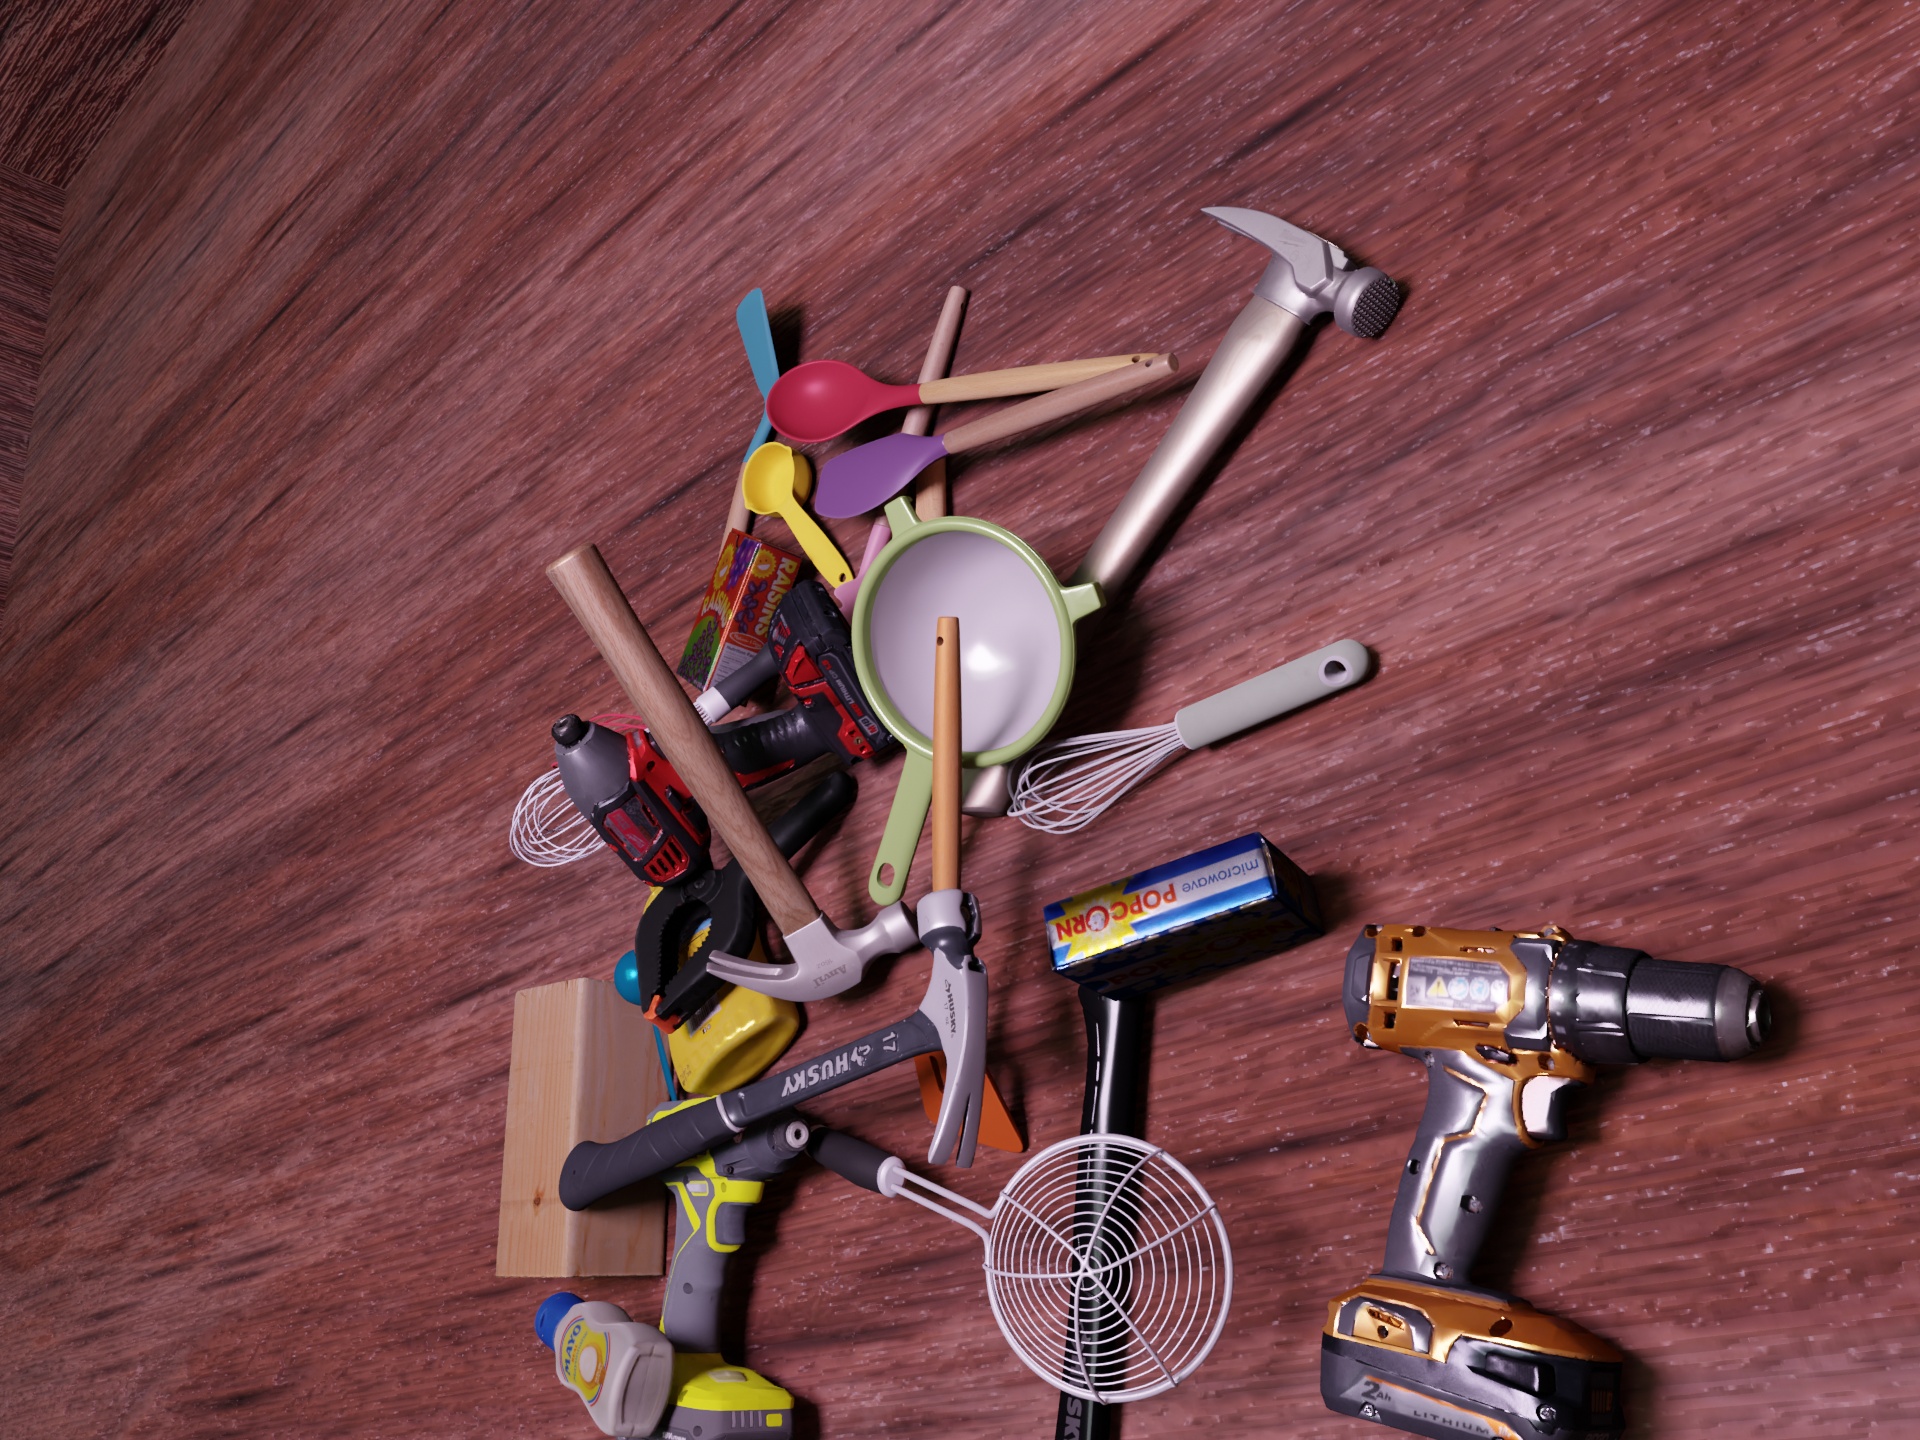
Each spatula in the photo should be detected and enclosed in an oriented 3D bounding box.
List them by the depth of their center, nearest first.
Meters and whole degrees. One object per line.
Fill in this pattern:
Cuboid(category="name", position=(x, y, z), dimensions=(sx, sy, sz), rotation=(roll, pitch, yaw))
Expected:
Cuboid(category="spatula", position=(-0.002, 0.099, 0.947), dimensions=(0.081, 0.041, 0.322), rotation=(5, 97, 44))
Cuboid(category="spatula", position=(0.011, -0.188, 1.051), dimensions=(0.316, 0.018, 0.060), rotation=(-12, 61, 41))
Cuboid(category="spatula", position=(-0.184, -0.183, 1.276), dimensions=(0.082, 0.044, 0.317), rotation=(-178, 101, -68))

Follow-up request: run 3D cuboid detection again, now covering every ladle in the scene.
Cuboid(category="ladle", position=(-0.004, -0.230, 1.097), dimensions=(0.315, 0.031, 0.069), rotation=(1, 71, 34))

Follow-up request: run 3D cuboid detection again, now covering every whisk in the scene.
Cuboid(category="whisk", position=(0.125, 0.008, 0.918), dimensions=(0.246, 0.059, 0.058), rotation=(-25, 97, 32))
Cuboid(category="whisk", position=(-0.016, -0.081, 1.089), dimensions=(0.047, 0.051, 0.245), rotation=(-9, 65, 17))
Cuboid(category="whisk", position=(-0.204, 0.009, 1.150), dimensions=(0.284, 0.070, 0.070), rotation=(-38, 45, -13))
Cuboid(category="whisk", position=(-0.211, 0.018, 1.229), dimensions=(0.296, 0.073, 0.073), rotation=(-10, 70, 37))

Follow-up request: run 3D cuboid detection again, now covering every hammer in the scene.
Cuboid(category="hammer", position=(0.079, 0.301, 0.873), dimensions=(0.146, 0.035, 0.335), rotation=(-6, 73, 44))
Cuboid(category="hammer", position=(-0.128, 0.242, 0.981), dimensions=(0.409, 0.036, 0.149), rotation=(-31, 52, 37))
Cuboid(category="hammer", position=(0.098, -0.118, 0.984), dimensions=(0.146, 0.038, 0.410), rotation=(46, 110, 41))
Cuboid(category="hammer", position=(-0.162, 0.037, 1.016), dimensions=(0.130, 0.331, 0.031), rotation=(-30, 11, 6))

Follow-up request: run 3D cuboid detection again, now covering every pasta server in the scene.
Cuboid(category="pasta server", position=(-0.054, -0.166, 1.149), dimensions=(0.040, 0.060, 0.316), rotation=(16, 85, 19))

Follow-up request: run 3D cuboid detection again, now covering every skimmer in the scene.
Cuboid(category="skimmer", position=(0.011, 0.279, 0.909), dimensions=(0.363, 0.090, 0.127), rotation=(-7, 67, 63))

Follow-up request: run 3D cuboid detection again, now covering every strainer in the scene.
Cuboid(category="strainer", position=(-0.002, -0.003, 0.984), dimensions=(0.151, 0.069, 0.256), rotation=(27, 113, 23))

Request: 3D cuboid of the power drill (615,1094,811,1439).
Cuboid(category="power drill", position=(-0.157, 0.360, 1.043), dimensions=(0.171, 0.080, 0.223), rotation=(-21, 61, 50))

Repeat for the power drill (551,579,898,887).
Cuboid(category="power drill", position=(-0.160, 0.008, 1.072), dimensions=(0.219, 0.143, 0.079), rotation=(-32, 35, 1))

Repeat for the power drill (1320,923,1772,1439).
Cuboid(category="power drill", position=(0.255, 0.203, 0.705), dimensions=(0.185, 0.084, 0.226), rotation=(-4, 70, 42))

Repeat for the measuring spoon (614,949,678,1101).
Cuboid(category="measuring spoon", position=(-0.231, 0.232, 1.166), dimensions=(0.042, 0.021, 0.128), rotation=(-170, 65, -75))

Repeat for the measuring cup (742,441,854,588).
Cuboid(category="measuring cup", position=(-0.115, -0.151, 1.219), dimensions=(0.062, 0.029, 0.157), rotation=(-49, 61, 23))
